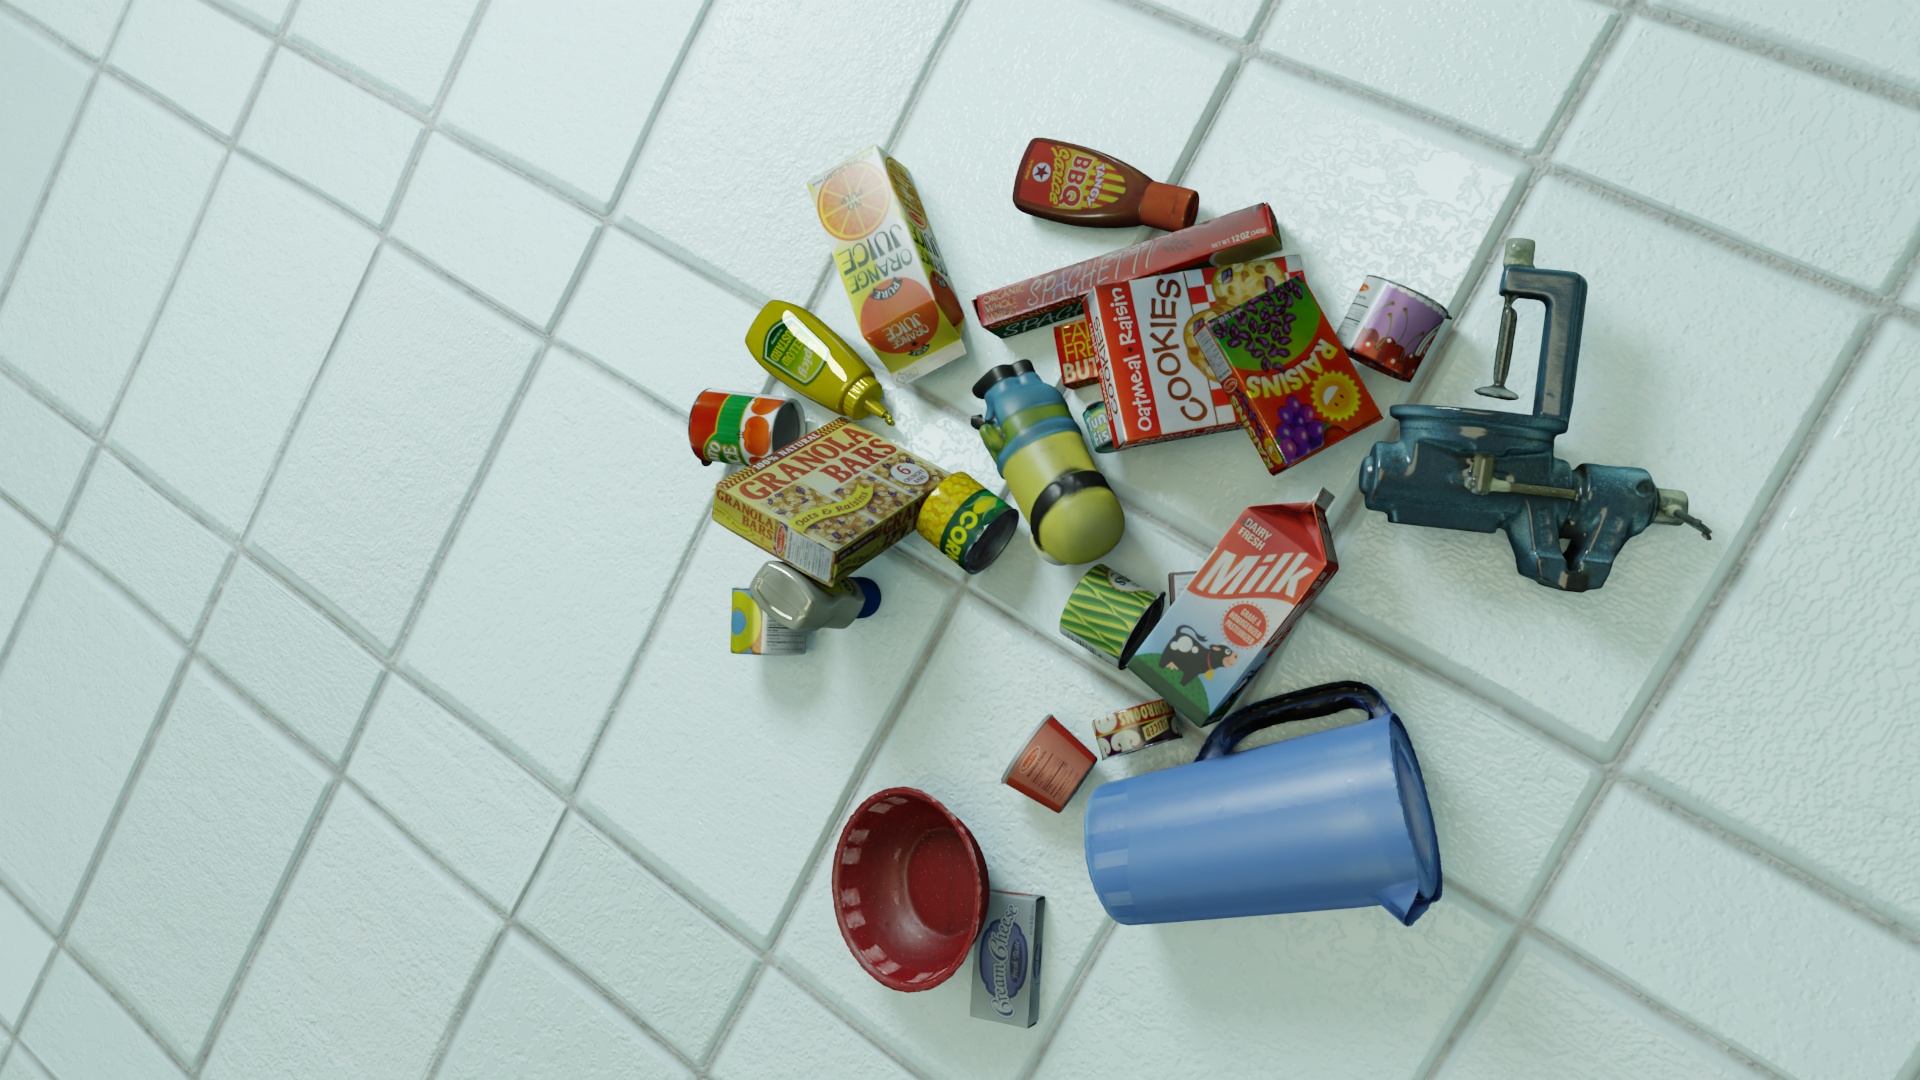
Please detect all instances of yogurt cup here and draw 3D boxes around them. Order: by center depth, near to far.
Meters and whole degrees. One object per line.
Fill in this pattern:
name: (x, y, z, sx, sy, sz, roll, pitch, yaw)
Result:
yogurt cup: (0.073, 0.180, 1.110, 0.054, 0.072, 0.072, 35, 99, 12)

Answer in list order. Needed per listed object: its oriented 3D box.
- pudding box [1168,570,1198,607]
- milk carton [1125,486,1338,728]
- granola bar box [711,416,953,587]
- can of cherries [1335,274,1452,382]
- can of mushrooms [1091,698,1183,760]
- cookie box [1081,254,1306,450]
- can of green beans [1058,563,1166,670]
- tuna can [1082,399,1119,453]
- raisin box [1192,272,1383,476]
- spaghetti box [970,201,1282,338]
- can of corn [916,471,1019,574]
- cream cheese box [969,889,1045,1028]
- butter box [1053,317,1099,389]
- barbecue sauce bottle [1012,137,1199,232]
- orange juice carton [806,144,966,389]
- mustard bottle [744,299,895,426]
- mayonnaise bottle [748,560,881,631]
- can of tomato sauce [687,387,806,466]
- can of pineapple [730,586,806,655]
pudding box: (0.207, 0.047, 1.083, 0.083, 0.030, 0.049, -5, 83, 21)
milk carton: (0.213, 0.041, 1.025, 0.073, 0.072, 0.190, 39, 100, 20)
granola bar box: (-0.103, -0.036, 1.143, 0.124, 0.166, 0.038, 28, 127, 21)
can of cherries: (0.321, -0.156, 1.034, 0.071, 0.071, 0.058, 29, 98, 21)
can of mushrooms: (0.138, 0.147, 1.082, 0.071, 0.071, 0.033, -20, 78, 19)
cookie box: (0.188, -0.144, 1.062, 0.168, 0.040, 0.123, -10, 82, -8)
can of green beans: (0.119, 0.060, 1.098, 0.058, 0.071, 0.071, 31, 98, 21)
tuna can: (0.131, -0.095, 1.102, 0.071, 0.071, 0.033, -21, 80, 19)
raisin box: (0.241, -0.122, 1.023, 0.086, 0.040, 0.123, -27, 86, -11)
spaghetti box: (0.132, -0.215, 1.121, 0.250, 0.050, 0.029, -15, 80, 20)
can of corn: (0.004, -0.014, 1.146, 0.058, 0.071, 0.071, 37, 100, 21)
cream cheese box: (0.038, 0.339, 1.132, 0.053, 0.024, 0.104, 2, 87, 23)
butter box: (0.130, -0.161, 1.132, 0.103, 0.024, 0.053, -13, 81, 20)
barbecue sauce bottle: (0.120, -0.284, 1.135, 0.148, 0.043, 0.065, 19, 92, 21)
orange juice carton: (-0.057, -0.230, 1.185, 0.071, 0.073, 0.193, -24, 78, 18)
mustard bottle: (-0.116, -0.149, 1.215, 0.160, 0.049, 0.065, 37, 100, 20)
mayonnaise bottle: (-0.113, 0.046, 1.146, 0.065, 0.148, 0.041, 38, 101, 19)
can of tomato sauce: (-0.189, -0.096, 1.231, 0.083, 0.071, 0.071, 8, 90, 21)
can of pineapple: (-0.168, 0.070, 1.212, 0.071, 0.071, 0.058, 0, 87, 22)
